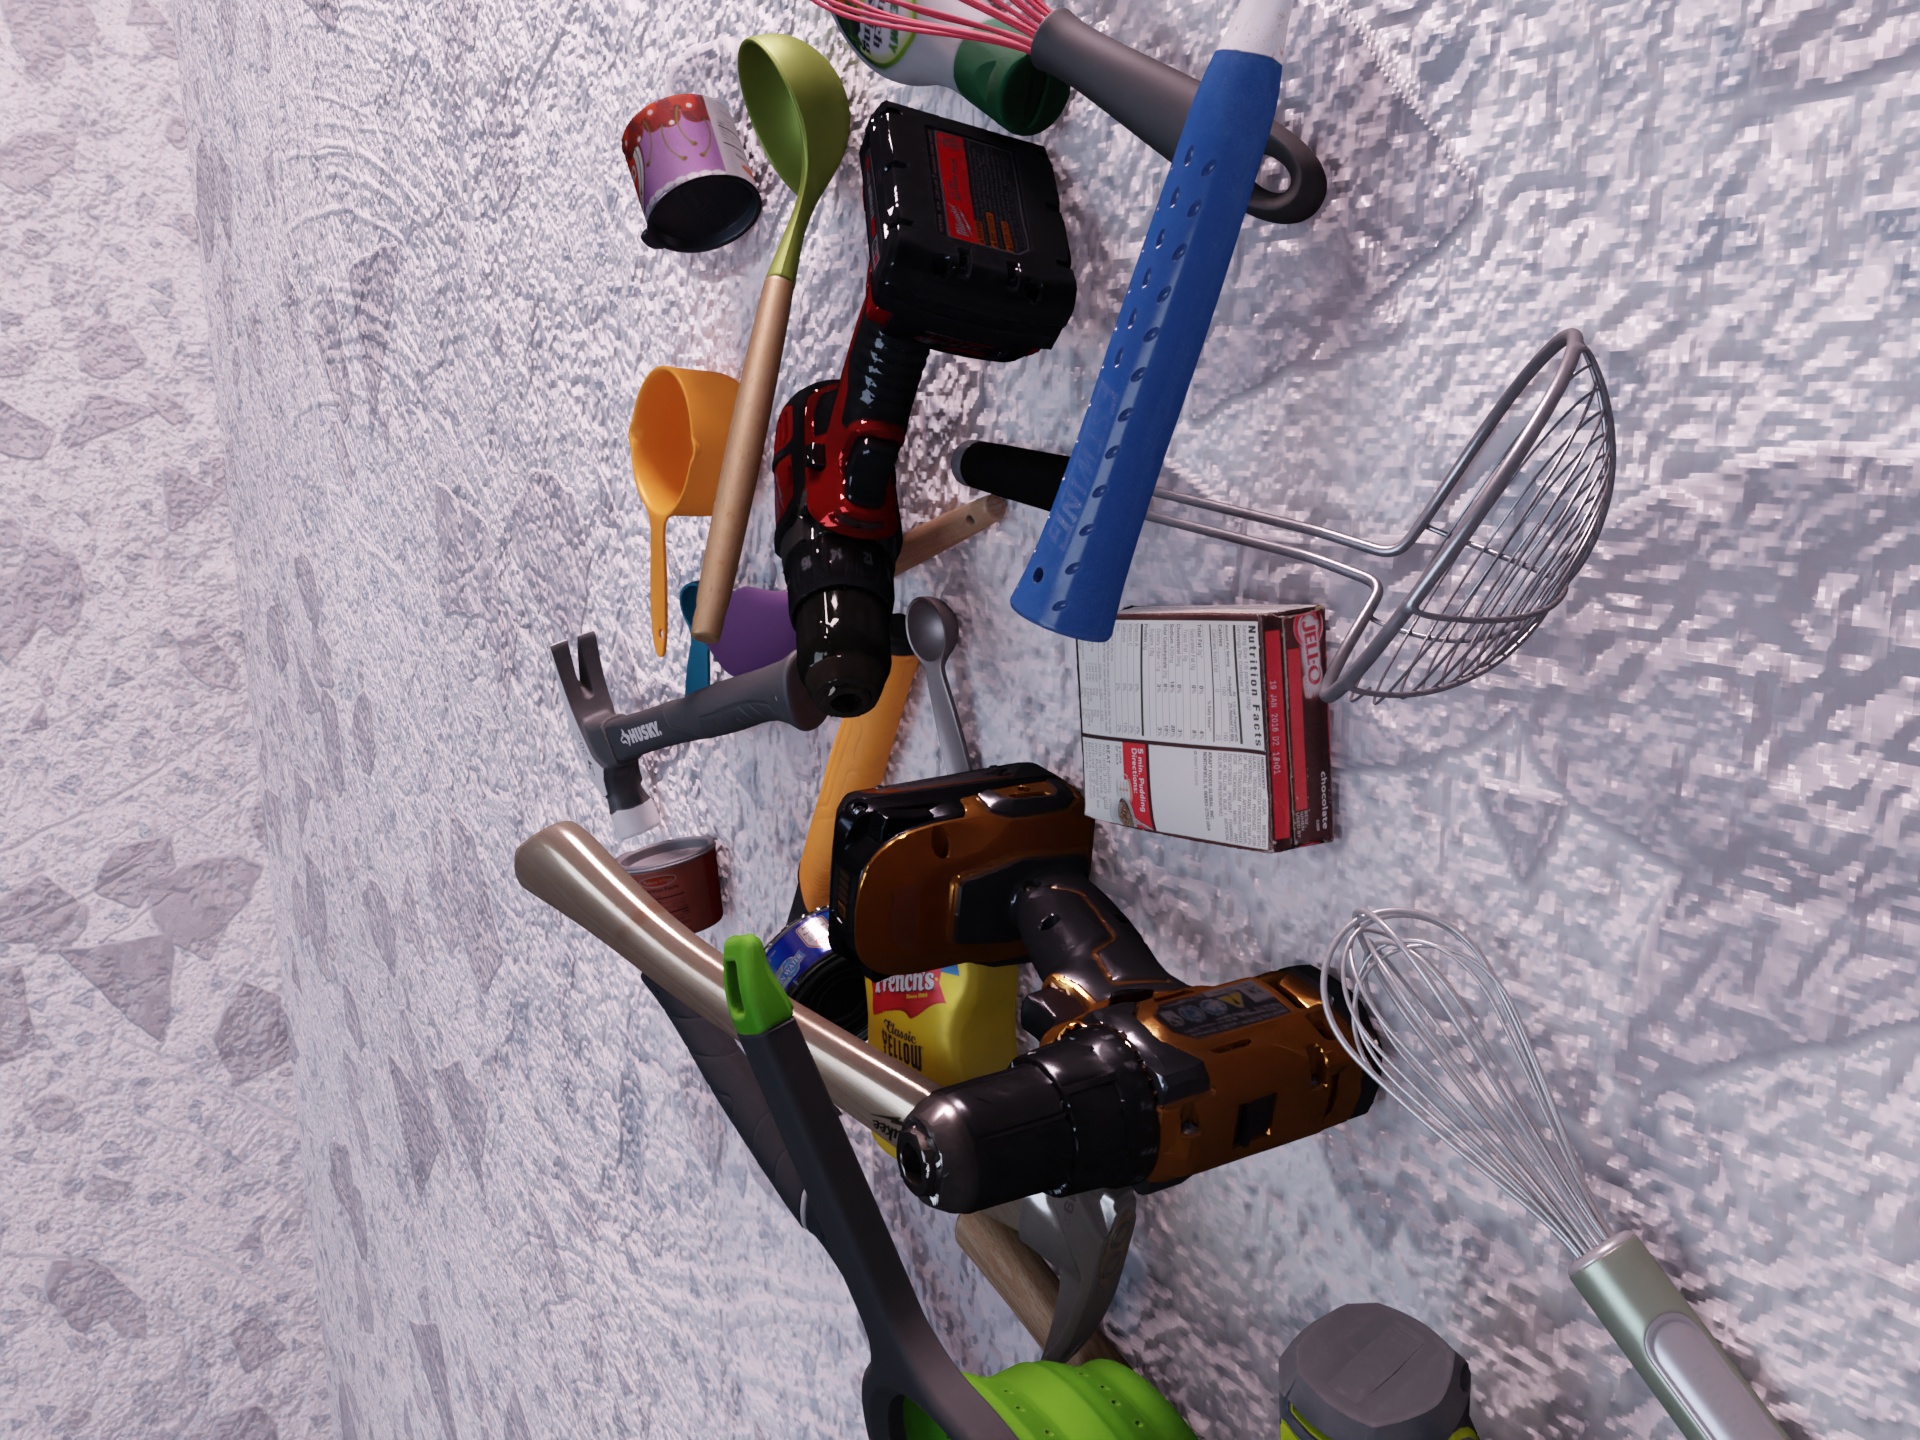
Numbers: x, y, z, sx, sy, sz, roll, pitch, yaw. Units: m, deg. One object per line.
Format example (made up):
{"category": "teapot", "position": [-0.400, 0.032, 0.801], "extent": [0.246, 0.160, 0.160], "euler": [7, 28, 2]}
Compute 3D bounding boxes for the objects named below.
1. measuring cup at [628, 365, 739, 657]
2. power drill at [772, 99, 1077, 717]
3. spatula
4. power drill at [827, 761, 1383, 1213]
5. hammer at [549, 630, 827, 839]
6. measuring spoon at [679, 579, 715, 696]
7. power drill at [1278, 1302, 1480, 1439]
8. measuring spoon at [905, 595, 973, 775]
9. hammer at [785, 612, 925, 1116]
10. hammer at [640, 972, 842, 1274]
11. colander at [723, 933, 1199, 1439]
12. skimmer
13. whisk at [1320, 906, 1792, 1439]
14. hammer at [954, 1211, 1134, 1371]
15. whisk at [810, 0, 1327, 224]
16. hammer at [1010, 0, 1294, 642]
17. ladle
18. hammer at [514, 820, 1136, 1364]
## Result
{"category": "measuring cup", "position": [-0.158, -0.124, 0.955], "extent": [0.095, 0.052, 0.173], "euler": [24, 115, 52]}
{"category": "power drill", "position": [-0.031, -0.129, 0.705], "extent": [0.226, 0.080, 0.188], "euler": [121, 151, -47]}
{"category": "spatula", "position": [-0.069, -0.070, 0.866], "extent": [0.316, 0.018, 0.059], "euler": [-19, 107, 55]}
{"category": "power drill", "position": [0.023, 0.102, 0.625], "extent": [0.226, 0.185, 0.084], "euler": [38, 129, 50]}
{"category": "hammer", "position": [-0.173, -0.006, 1.004], "extent": [0.335, 0.035, 0.146], "euler": [-13, 100, 56]}
{"category": "measuring spoon", "position": [-0.162, -0.041, 1.024], "extent": [0.042, 0.021, 0.128], "euler": [36, 139, 21]}
{"category": "power drill", "position": [0.193, 0.302, 0.480], "extent": [0.223, 0.080, 0.171], "euler": [23, 128, 47]}
{"category": "measuring spoon", "position": [-0.001, -0.003, 0.792], "extent": [0.034, 0.018, 0.124], "euler": [-4, 101, 55]}
{"category": "hammer", "position": [-0.074, 0.084, 0.901], "extent": [0.127, 0.034, 0.336], "euler": [53, 138, 37]}
{"category": "hammer", "position": [-0.073, 0.294, 0.903], "extent": [0.409, 0.036, 0.149], "euler": [51, 139, 26]}
{"category": "colander", "position": [0.019, 0.254, 0.637], "extent": [0.204, 0.094, 0.397], "euler": [-21, 93, 65]}
{"category": "skimmer", "position": [0.078, -0.090, 0.577], "extent": [0.127, 0.090, 0.364], "euler": [-57, 35, -5]}
{"category": "whisk", "position": [0.197, 0.160, 0.500], "extent": [0.247, 0.058, 0.059], "euler": [57, 175, 26]}
{"category": "hammer", "position": [0.095, 0.337, 0.708], "extent": [0.332, 0.031, 0.130], "euler": [41, 130, 45]}
{"category": "whisk", "position": [0.021, -0.269, 0.608], "extent": [0.296, 0.073, 0.073], "euler": [41, 132, 22]}
{"category": "hammer", "position": [0.097, -0.217, 0.496], "extent": [0.144, 0.035, 0.405], "euler": [34, 113, 47]}
{"category": "ladle", "position": [-0.103, -0.188, 0.758], "extent": [0.078, 0.062, 0.320], "euler": [113, 167, -71]}
{"category": "hammer", "position": [-0.090, 0.165, 0.801], "extent": [0.411, 0.038, 0.146], "euler": [26, 115, 33]}
